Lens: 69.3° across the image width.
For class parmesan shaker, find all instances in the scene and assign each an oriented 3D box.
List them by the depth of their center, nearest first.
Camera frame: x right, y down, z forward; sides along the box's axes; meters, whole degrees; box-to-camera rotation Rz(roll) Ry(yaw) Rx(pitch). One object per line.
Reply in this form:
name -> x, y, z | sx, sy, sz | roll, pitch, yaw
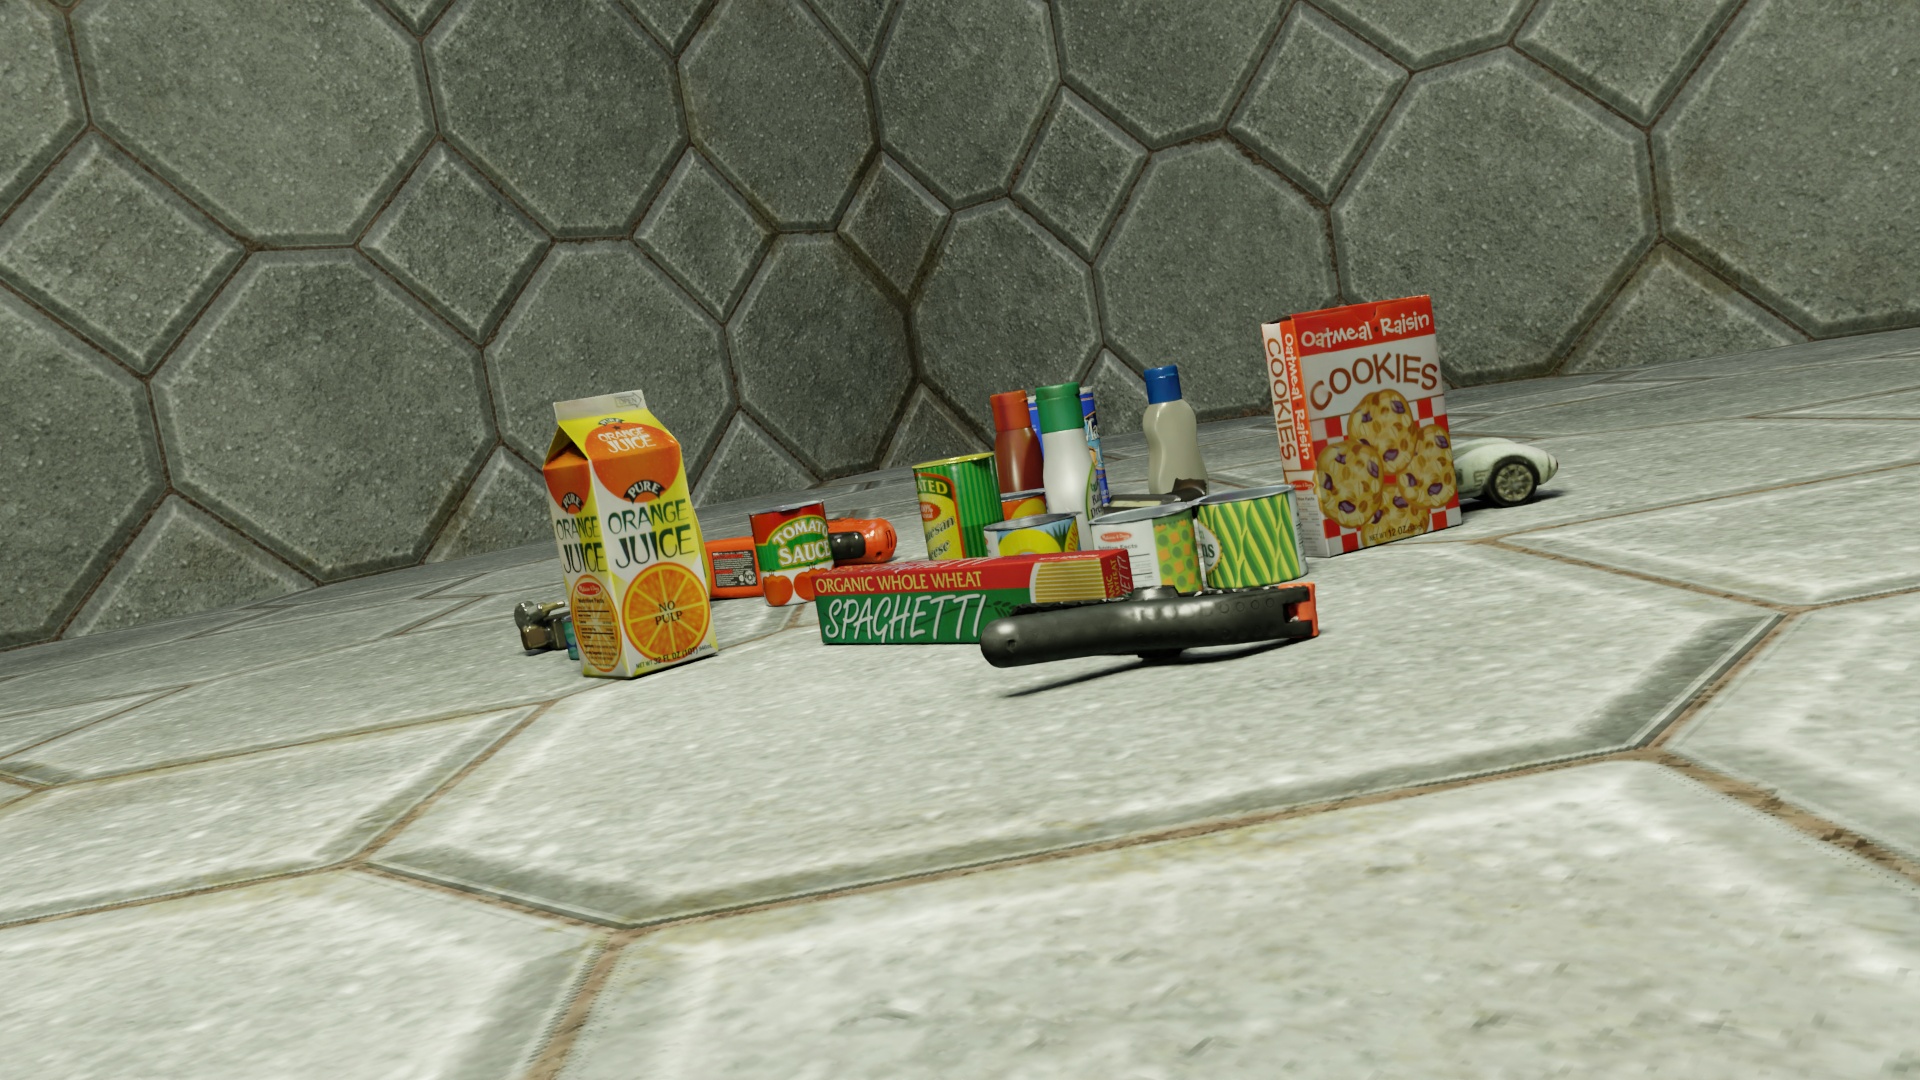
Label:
parmesan shaker -> 0.004, -0.014, 1.101 | 0.071, 0.103, 0.071 | -10, 5, 1

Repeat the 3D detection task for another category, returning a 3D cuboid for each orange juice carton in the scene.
orange juice carton -> -0.233, -0.006, 0.964 | 0.072, 0.192, 0.073 | -14, 7, -42

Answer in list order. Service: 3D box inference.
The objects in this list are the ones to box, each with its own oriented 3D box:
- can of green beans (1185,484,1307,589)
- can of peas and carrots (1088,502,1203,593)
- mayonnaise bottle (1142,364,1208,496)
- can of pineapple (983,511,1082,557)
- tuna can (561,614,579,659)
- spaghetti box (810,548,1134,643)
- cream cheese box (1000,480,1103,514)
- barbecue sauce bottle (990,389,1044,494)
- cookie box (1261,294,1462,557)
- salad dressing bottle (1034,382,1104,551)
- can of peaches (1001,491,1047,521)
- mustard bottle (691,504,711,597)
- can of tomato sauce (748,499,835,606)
can of green beans -> 0.189, -0.003, 0.905 | 0.071, 0.057, 0.071 | -10, 5, 1
can of peas and carrots -> 0.121, 0.010, 0.888 | 0.071, 0.058, 0.071 | -10, 5, 1
mayonnaise bottle -> 0.226, -0.113, 1.495 | 0.065, 0.148, 0.041 | -12, 5, -21
can of pineapple -> 0.055, 0.014, 0.971 | 0.071, 0.057, 0.071 | -10, 5, 1
tuna can -> -0.278, 0.070, 1.093 | 0.071, 0.032, 0.071 | -10, 5, 1
spaghetti box -> 0.000, 0.037, 0.863 | 0.249, 0.050, 0.029 | -4, 7, 43
cream cheese box -> 0.084, -0.024, 1.321 | 0.104, 0.053, 0.024 | -8, 5, 15
barbecue sauce bottle -> 0.060, -0.075, 1.391 | 0.043, 0.148, 0.065 | -7, 6, 29
cookie box -> 0.284, -0.082, 0.977 | 0.123, 0.167, 0.040 | -12, 5, -24
salad dressing bottle -> 0.090, -0.054, 1.136 | 0.044, 0.147, 0.064 | -8, 5, 19
can of peaches -> 0.044, -0.009, 1.218 | 0.071, 0.058, 0.071 | -10, 5, 1
mustard bottle -> -0.266, -0.011, 1.243 | 0.065, 0.160, 0.049 | -13, 6, -31
can of tomato sauce -> -0.144, 0.011, 1.208 | 0.071, 0.083, 0.071 | -10, 5, 1
